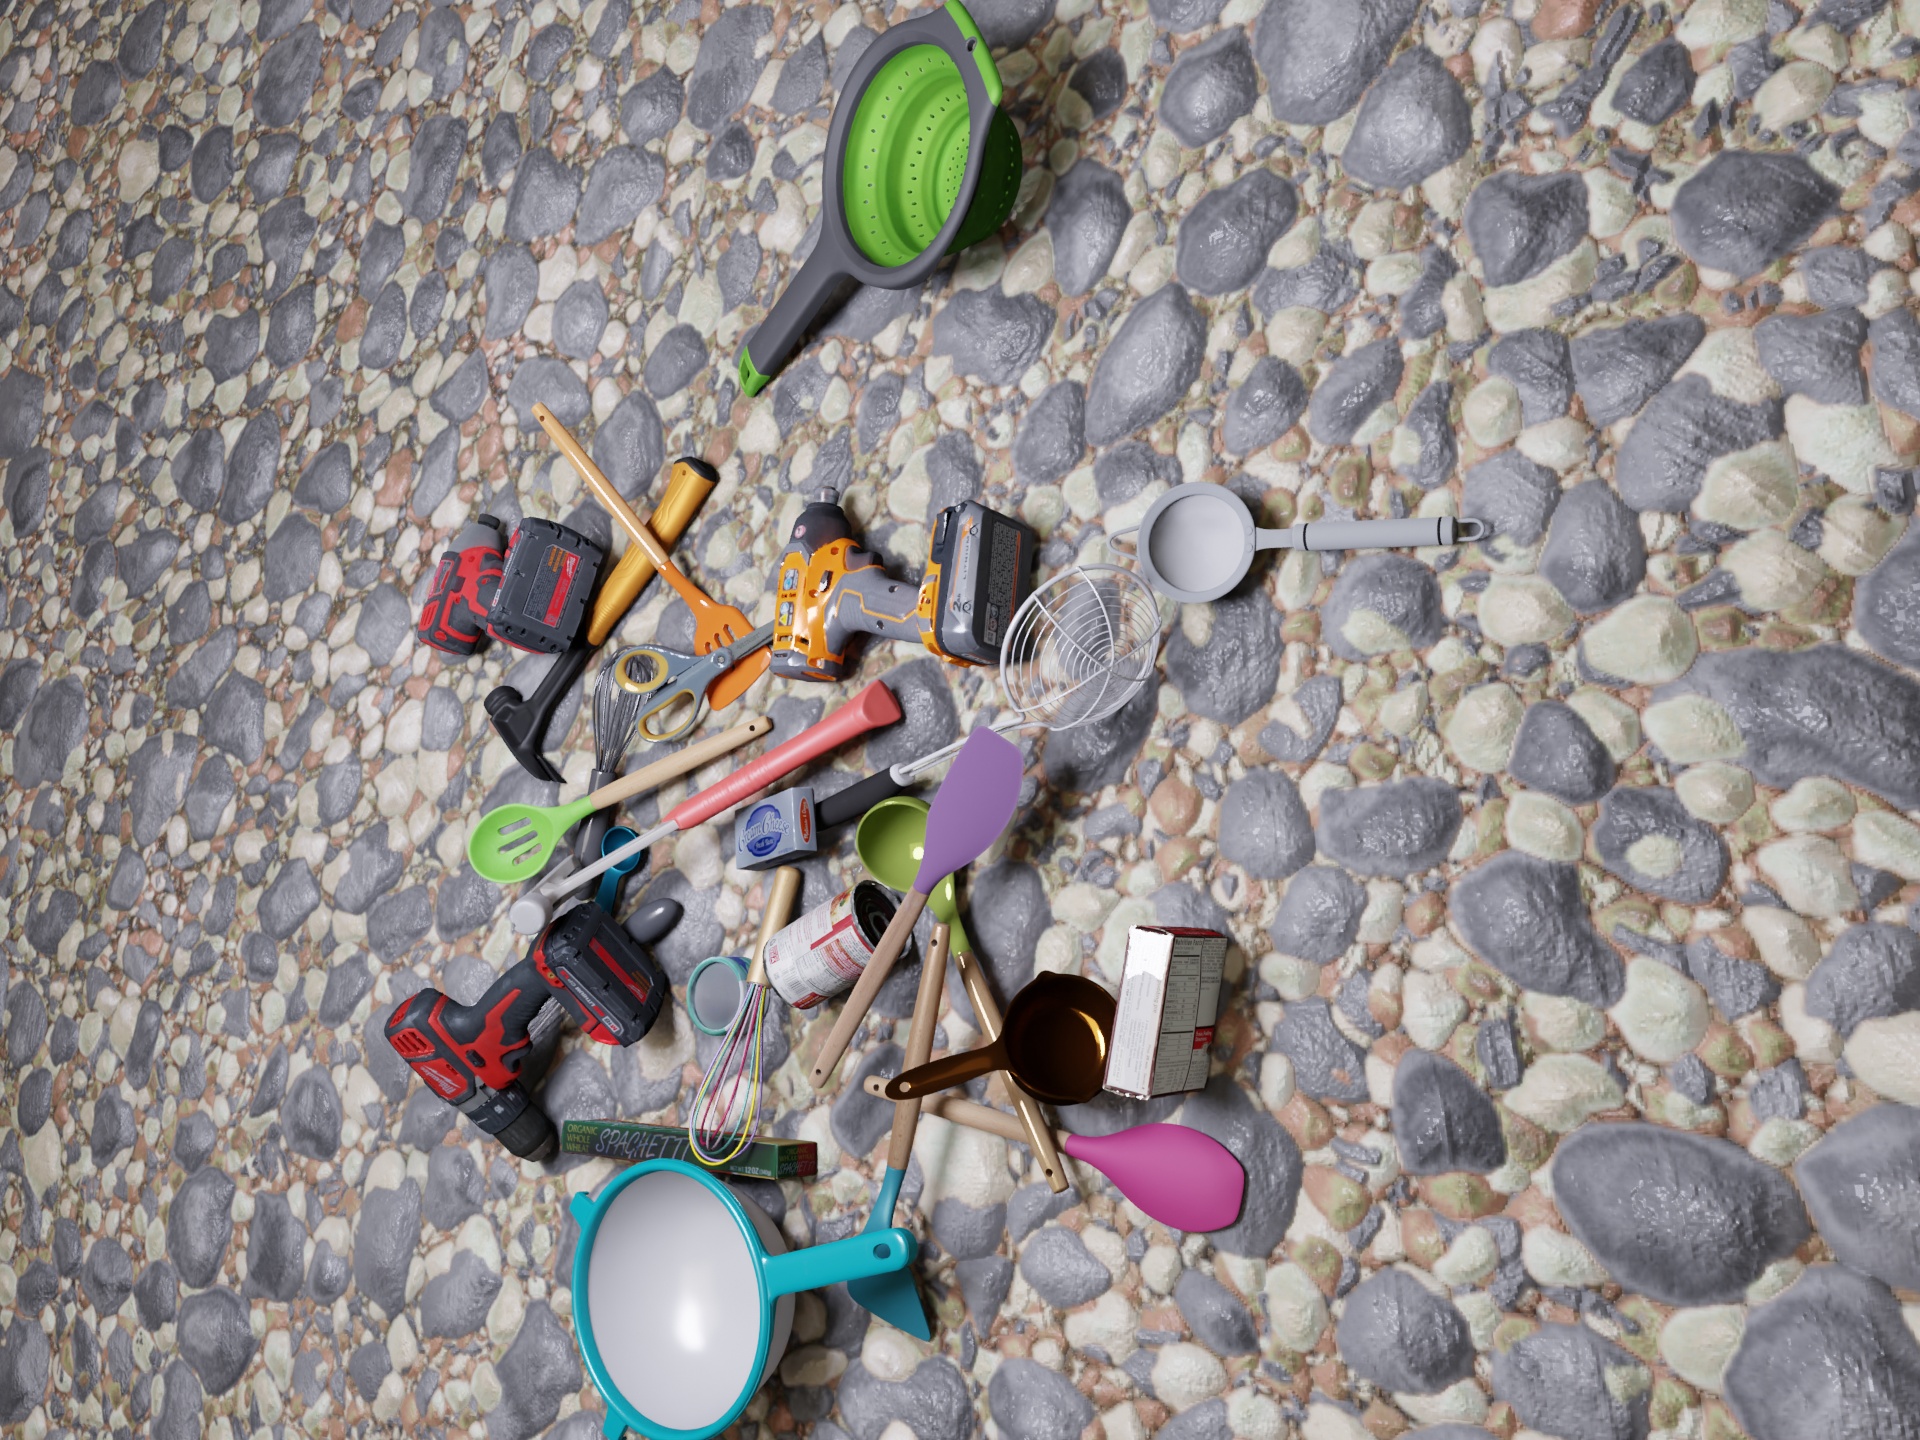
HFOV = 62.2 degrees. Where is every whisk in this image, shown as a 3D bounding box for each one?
[{"bbox_3d":[-0.357,0.237,1.433,0.284,0.070,0.070,-35,64,20],"label":"whisk"},{"bbox_3d":[-0.321,0.048,1.447,0.055,0.055,0.239,14,95,35],"label":"whisk"},{"bbox_3d":[-0.172,0.234,1.282,0.047,0.051,0.245,-12,58,50],"label":"whisk"}]

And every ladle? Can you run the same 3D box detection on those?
[{"bbox_3d":[0.005,0.197,1.177,0.078,0.062,0.320,-38,61,26],"label":"ladle"}]

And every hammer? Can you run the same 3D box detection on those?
[{"bbox_3d":[-0.207,0.067,1.328,0.359,0.149,0.036,-30,97,12],"label":"hammer"},{"bbox_3d":[-0.327,-0.099,1.480,0.337,0.034,0.127,-52,57,16],"label":"hammer"}]

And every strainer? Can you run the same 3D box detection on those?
[{"bbox_3d":[-0.152,0.430,1.230,0.340,0.095,0.211,-23,71,29],"label":"strainer"},{"bbox_3d":[0.229,-0.125,1.100,0.258,0.050,0.087,1,88,29],"label":"strainer"}]

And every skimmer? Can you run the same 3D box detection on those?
[{"bbox_3d":[-0.002,-0.004,1.216,0.363,0.127,0.090,-27,50,40],"label":"skimmer"}]

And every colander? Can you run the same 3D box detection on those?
[{"bbox_3d":[-0.062,-0.404,1.331,0.397,0.094,0.205,-43,60,42],"label":"colander"}]

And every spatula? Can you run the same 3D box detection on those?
[{"bbox_3d":[-0.283,-0.156,1.416,0.081,0.041,0.322,-40,87,22],"label":"spatula"},{"bbox_3d":[-0.038,0.148,1.181,0.060,0.018,0.316,35,107,20],"label":"spatula"},{"bbox_3d":[-0.037,0.304,1.183,0.082,0.044,0.317,14,96,36],"label":"spatula"}]

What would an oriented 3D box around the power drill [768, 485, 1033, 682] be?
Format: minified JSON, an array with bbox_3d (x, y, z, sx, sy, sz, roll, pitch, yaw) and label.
[{"bbox_3d":[-0.055,-0.116,1.271,0.226,0.084,0.164,-2,79,38],"label":"power drill"}]

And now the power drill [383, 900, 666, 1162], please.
[{"bbox_3d":[-0.365,0.279,1.384,0.226,0.080,0.187,-32,108,18],"label":"power drill"}]

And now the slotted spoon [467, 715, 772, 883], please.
[{"bbox_3d":[-0.301,0.064,1.406,0.314,0.031,0.070,-24,87,16],"label":"slotted spoon"}]

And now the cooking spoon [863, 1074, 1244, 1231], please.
[{"bbox_3d":[0.057,0.302,1.155,0.319,0.017,0.069,8,85,35],"label":"cooking spoon"}]

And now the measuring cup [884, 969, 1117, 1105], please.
[{"bbox_3d":[0.031,0.239,1.116,0.173,0.052,0.095,-16,68,-5],"label":"measuring cup"}]

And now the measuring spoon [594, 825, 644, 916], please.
[{"bbox_3d":[-0.314,0.154,1.442,0.042,0.021,0.128,25,106,20],"label":"measuring spoon"}]

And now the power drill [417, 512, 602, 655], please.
[{"bbox_3d":[-0.437,-0.133,1.517,0.220,0.078,0.143,5,74,49],"label":"power drill"}]
